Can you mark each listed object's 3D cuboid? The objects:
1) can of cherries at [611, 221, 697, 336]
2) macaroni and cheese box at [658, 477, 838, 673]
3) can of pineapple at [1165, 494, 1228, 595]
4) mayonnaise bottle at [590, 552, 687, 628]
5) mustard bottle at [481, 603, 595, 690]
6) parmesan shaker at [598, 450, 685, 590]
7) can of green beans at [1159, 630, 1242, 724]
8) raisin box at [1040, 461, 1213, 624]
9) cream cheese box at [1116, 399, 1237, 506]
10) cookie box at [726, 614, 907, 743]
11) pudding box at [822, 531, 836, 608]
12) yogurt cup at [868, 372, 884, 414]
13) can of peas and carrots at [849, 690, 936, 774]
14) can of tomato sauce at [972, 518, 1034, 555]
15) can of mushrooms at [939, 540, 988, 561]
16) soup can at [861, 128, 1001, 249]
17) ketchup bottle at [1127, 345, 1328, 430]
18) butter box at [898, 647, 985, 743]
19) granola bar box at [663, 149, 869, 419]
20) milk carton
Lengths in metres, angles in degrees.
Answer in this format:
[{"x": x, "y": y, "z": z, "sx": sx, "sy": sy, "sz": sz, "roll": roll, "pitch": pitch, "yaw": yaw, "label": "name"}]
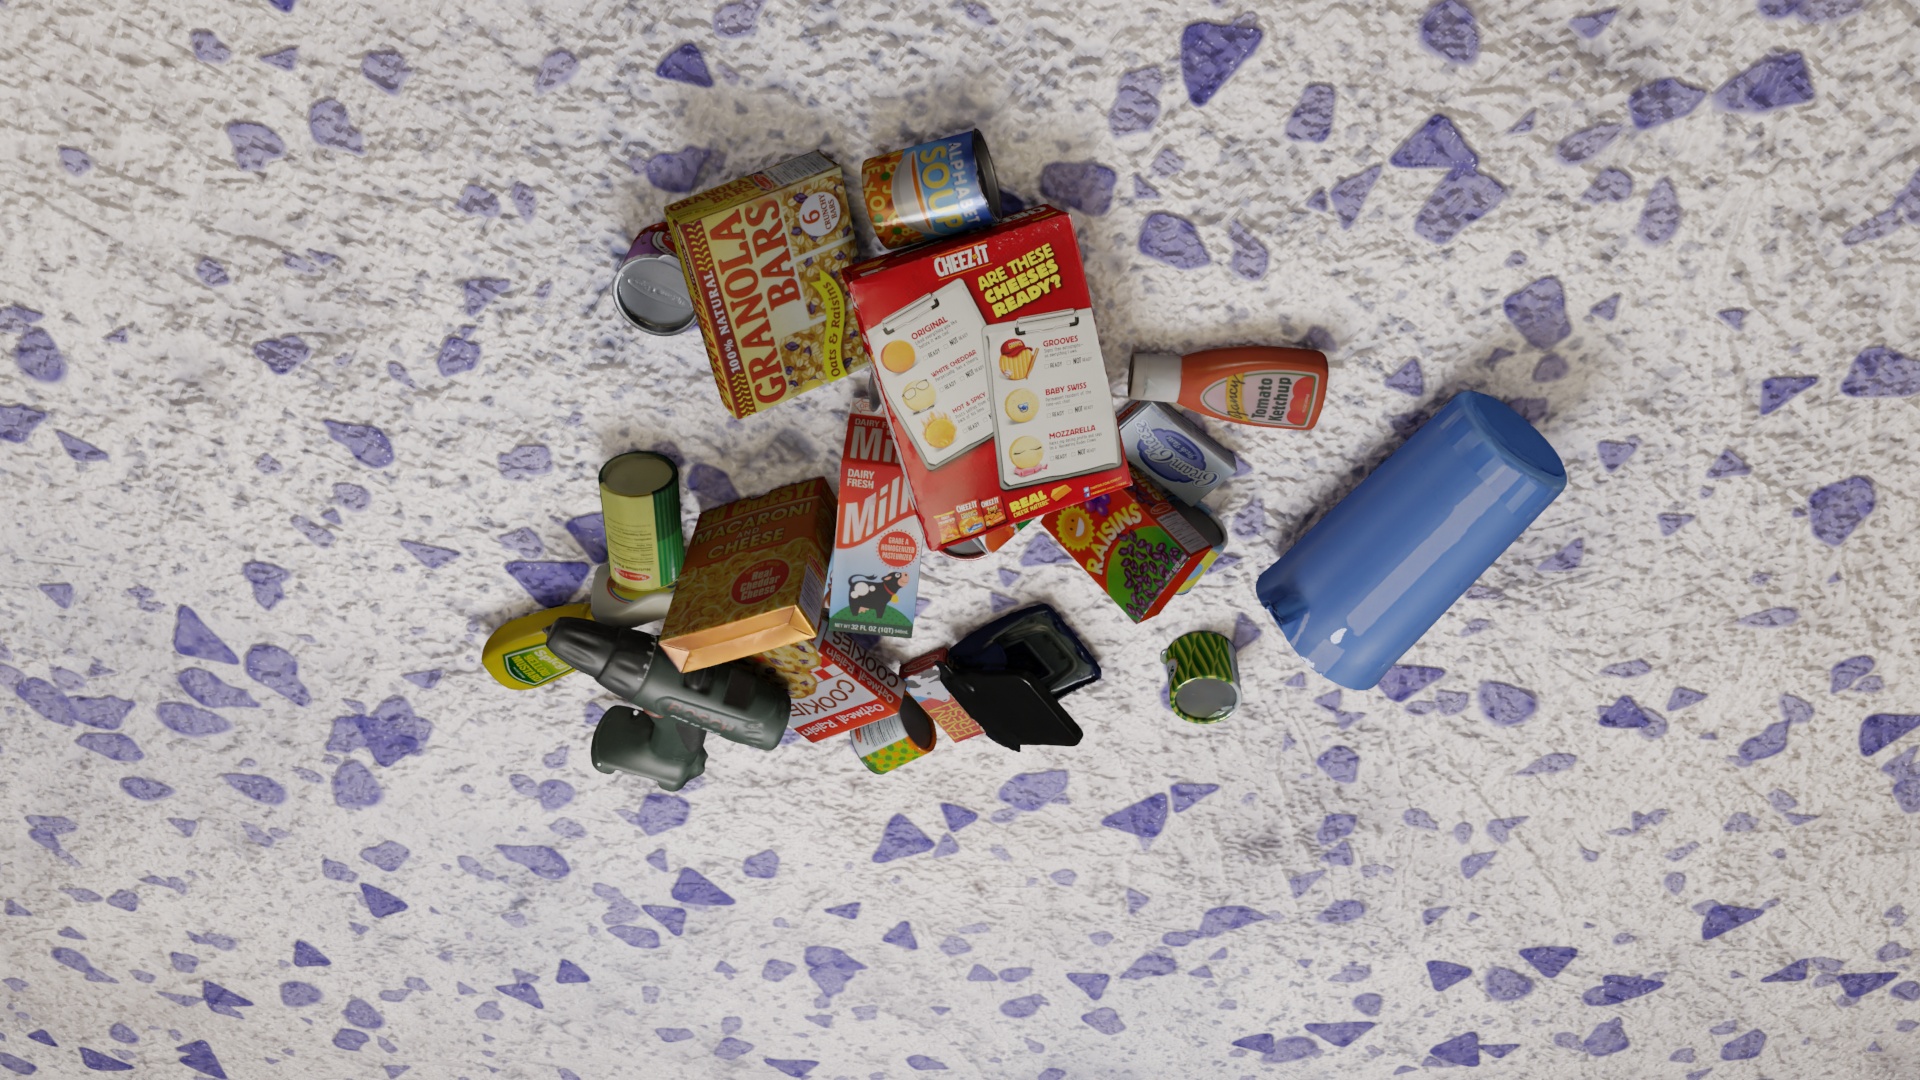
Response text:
[{"x": -0.218, "y": -0.197, "z": 1.034, "sx": 0.071, "sy": 0.059, "sz": 0.071, "roll": 2, "pitch": 129, "yaw": 3, "label": "can of cherries"}, {"x": -0.170, "y": 0.025, "z": 1.145, "sx": 0.123, "sy": 0.167, "sz": 0.040, "roll": -16, "pitch": 127, "yaw": 15, "label": "macaroni and cheese box"}, {"x": 0.182, "y": 0.003, "z": 1.172, "sx": 0.071, "sy": 0.071, "sz": 0.057, "roll": 22, "pitch": 127, "yaw": -15, "label": "can of pineapple"}, {"x": -0.251, "y": 0.040, "z": 1.233, "sx": 0.148, "sy": 0.065, "sz": 0.041, "roll": -10, "pitch": 141, "yaw": 6, "label": "mayonnaise bottle"}, {"x": -0.366, "y": 0.091, "z": 1.289, "sx": 0.160, "sy": 0.049, "sz": 0.065, "roll": -21, "pitch": 129, "yaw": 19, "label": "mustard bottle"}, {"x": -0.267, "y": -0.017, "z": 1.182, "sx": 0.071, "sy": 0.072, "sz": 0.102, "roll": 5, "pitch": 129, "yaw": -1, "label": "parmesan shaker"}, {"x": 0.224, "y": 0.127, "z": 1.278, "sx": 0.071, "sy": 0.058, "sz": 0.071, "roll": 2, "pitch": 130, "yaw": 2, "label": "can of green beans"}, {"x": 0.134, "y": -0.006, "z": 1.140, "sx": 0.123, "sy": 0.040, "sz": 0.085, "roll": 47, "pitch": 129, "yaw": 20, "label": "raisin box"}, {"x": 0.172, "y": -0.075, "z": 1.135, "sx": 0.103, "sy": 0.024, "sz": 0.053, "roll": 34, "pitch": 124, "yaw": -23, "label": "cream cheese box"}, {"x": -0.150, "y": 0.117, "z": 1.288, "sx": 0.122, "sy": 0.040, "sz": 0.167, "roll": -24, "pitch": 126, "yaw": 39, "label": "cookie box"}, {"x": -0.096, "y": 0.026, "z": 1.231, "sx": 0.050, "sy": 0.030, "sz": 0.083, "roll": 14, "pitch": 129, "yaw": -10, "label": "pudding box"}, {"x": -0.036, "y": -0.126, "z": 1.080, "sx": 0.054, "sy": 0.073, "sz": 0.072, "roll": 12, "pitch": 130, "yaw": -17, "label": "yogurt cup"}, {"x": -0.063, "y": 0.185, "z": 1.340, "sx": 0.058, "sy": 0.071, "sz": 0.071, "roll": -28, "pitch": 123, "yaw": 24, "label": "can of peas and carrots"}, {"x": 0.035, "y": -0.039, "z": 1.123, "sx": 0.083, "sy": 0.071, "sz": 0.071, "roll": -40, "pitch": 123, "yaw": -5, "label": "can of tomato sauce"}, {"x": 0.004, "y": -0.015, "z": 1.189, "sx": 0.071, "sy": 0.034, "sz": 0.070, "roll": 1, "pitch": 130, "yaw": 1, "label": "can of mushrooms"}, {"x": -0.020, "y": -0.245, "z": 0.973, "sx": 0.084, "sy": 0.072, "sz": 0.071, "roll": -12, "pitch": 128, "yaw": 13, "label": "soup can"}, {"x": 0.206, "y": -0.122, "z": 1.081, "sx": 0.149, "sy": 0.044, "sz": 0.064, "roll": 5, "pitch": 128, "yaw": 0, "label": "ketchup bottle"}, {"x": -0.010, "y": 0.149, "z": 1.333, "sx": 0.053, "sy": 0.024, "sz": 0.103, "roll": -25, "pitch": 124, "yaw": 23, "label": "butter box"}, {"x": -0.133, "y": -0.184, "z": 1.015, "sx": 0.124, "sy": 0.039, "sz": 0.164, "roll": -26, "pitch": 131, "yaw": -17, "label": "granola bar box"}, {"x": -0.064, "y": -0.022, "z": 1.143, "sx": 0.072, "sy": 0.074, "sz": 0.189, "roll": 7, "pitch": 111, "yaw": -2, "label": "milk carton"}]
